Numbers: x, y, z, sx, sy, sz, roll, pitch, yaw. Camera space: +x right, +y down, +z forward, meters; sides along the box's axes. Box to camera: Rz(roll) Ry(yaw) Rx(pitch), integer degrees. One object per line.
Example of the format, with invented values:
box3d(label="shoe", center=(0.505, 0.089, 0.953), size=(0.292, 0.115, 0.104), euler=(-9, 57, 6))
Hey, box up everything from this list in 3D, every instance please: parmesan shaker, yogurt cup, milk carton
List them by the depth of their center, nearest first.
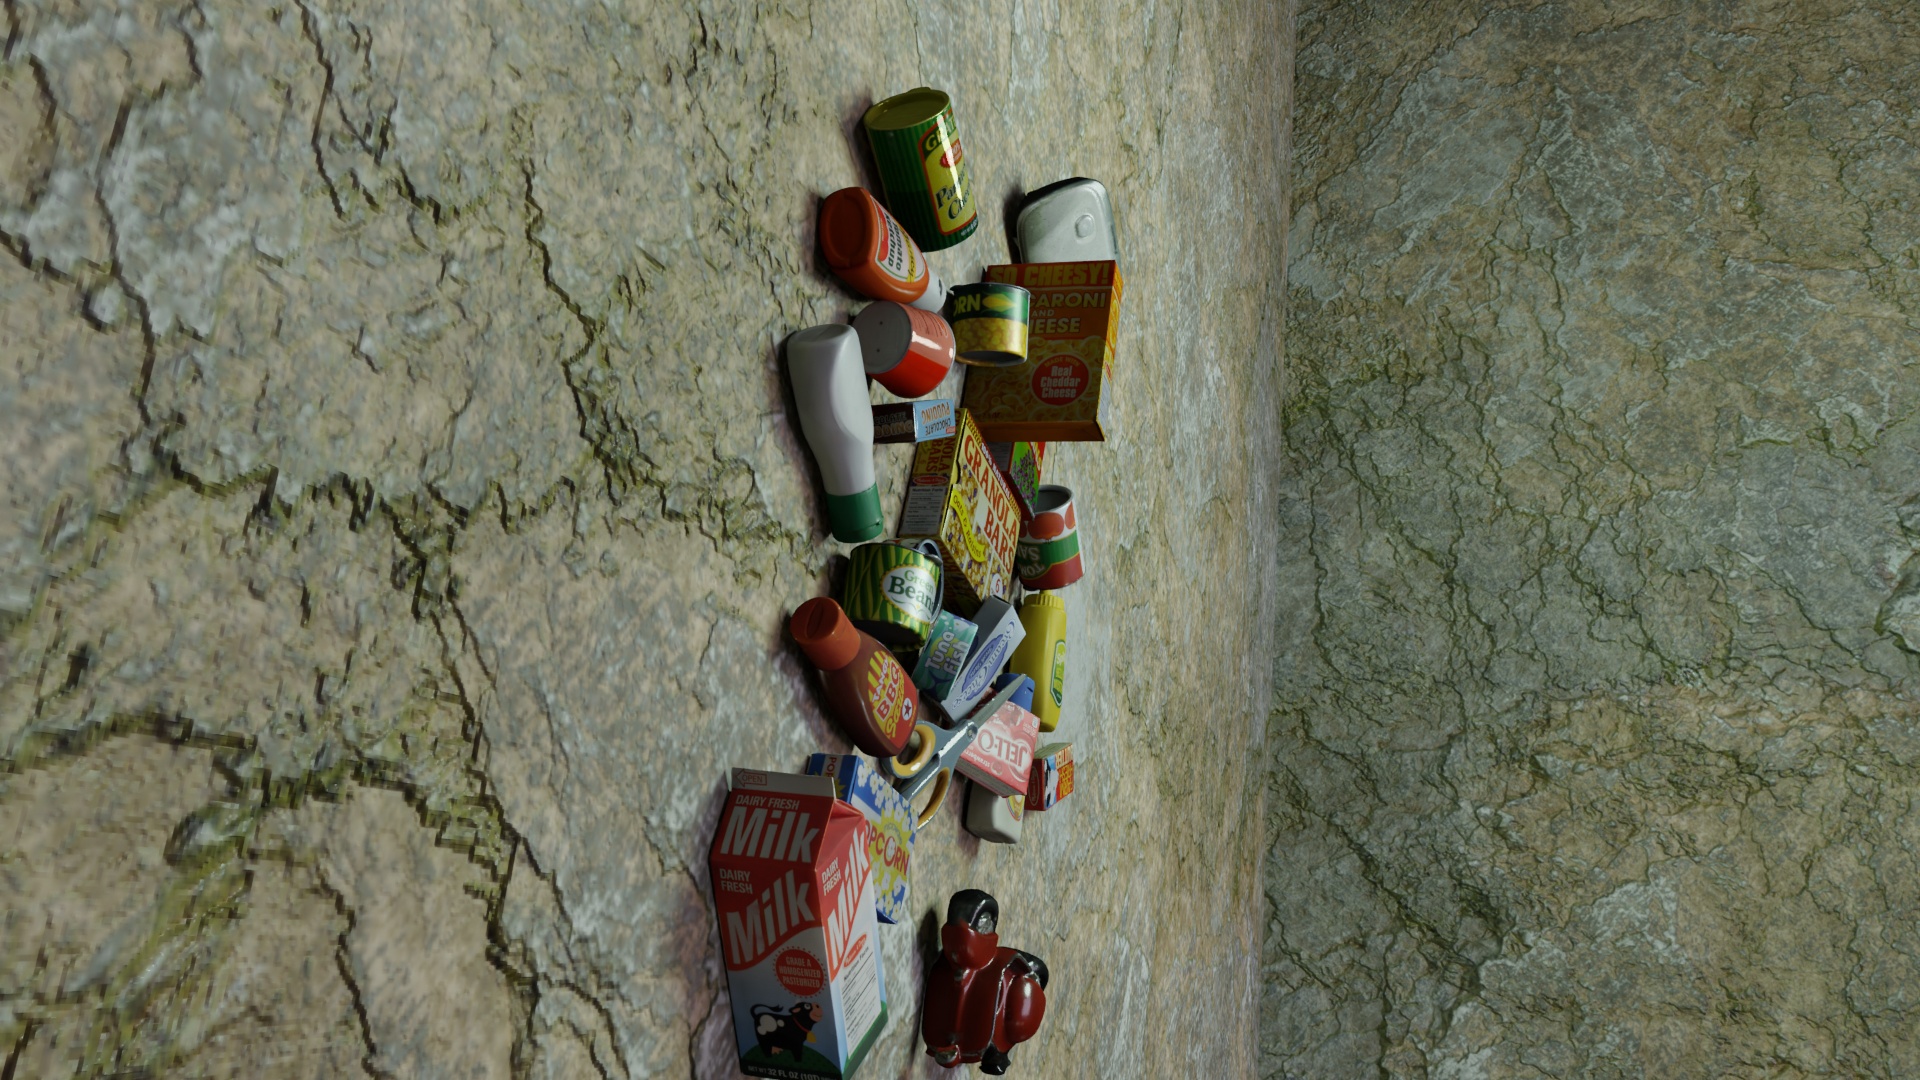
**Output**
box3d(label="milk carton", center=(-0.099, 0.229, 0.852), size=(0.074, 0.072, 0.190), euler=(-39, 127, -64))
box3d(label="yogurt cup", center=(-0.045, -0.141, 1.009), size=(0.054, 0.072, 0.072), euler=(16, 75, -60))
box3d(label="parmesan shaker", center=(-0.027, -0.279, 1.049), size=(0.072, 0.071, 0.102), euler=(-68, 150, -45))

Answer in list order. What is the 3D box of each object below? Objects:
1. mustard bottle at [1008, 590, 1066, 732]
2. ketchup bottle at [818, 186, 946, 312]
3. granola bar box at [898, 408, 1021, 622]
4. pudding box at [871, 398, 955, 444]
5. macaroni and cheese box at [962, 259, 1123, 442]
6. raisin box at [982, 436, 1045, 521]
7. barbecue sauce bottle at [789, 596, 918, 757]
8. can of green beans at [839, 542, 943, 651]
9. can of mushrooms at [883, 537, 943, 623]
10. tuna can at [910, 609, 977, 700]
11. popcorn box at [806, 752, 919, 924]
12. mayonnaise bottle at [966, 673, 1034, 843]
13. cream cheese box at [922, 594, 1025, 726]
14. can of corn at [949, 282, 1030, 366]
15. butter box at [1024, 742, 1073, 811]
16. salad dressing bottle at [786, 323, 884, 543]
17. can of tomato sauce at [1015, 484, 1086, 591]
box3d(label="mustard bottle", center=(0.077, 0.103, 1.347), size=(0.065, 0.049, 0.160), euler=(47, 47, -65))
box3d(label="ketchup bottle", center=(-0.053, -0.202, 1.013), size=(0.149, 0.043, 0.065), euler=(24, 58, -68))
box3d(label="granola bar box", center=(0.004, -0.015, 1.170), size=(0.165, 0.039, 0.125), euler=(59, 37, -54))
box3d(label="pudding box", center=(-0.040, -0.089, 1.038), size=(0.084, 0.049, 0.030), euler=(-20, 107, -68))
box3d(label="macaroni and cheese box", center=(0.074, -0.168, 1.237), size=(0.040, 0.124, 0.167), euler=(58, 37, -60))
box3d(label="raisin box", center=(0.048, -0.091, 1.282), size=(0.085, 0.040, 0.124), euler=(58, 37, -54))
box3d(label="barbecue sauce bottle", center=(-0.073, 0.092, 0.959), size=(0.148, 0.043, 0.065), euler=(62, 36, -51))
box3d(label="can of green beans", center=(-0.051, 0.041, 0.985), size=(0.071, 0.071, 0.058), euler=(54, 41, -57))
box3d(label="can of mushrooms", center=(-0.040, 0.032, 1.061), size=(0.071, 0.033, 0.071), euler=(-1, 91, -70))
box3d(label="tuna can", center=(-0.013, 0.090, 1.092), size=(0.071, 0.033, 0.071), euler=(16, 97, -87))
box3d(label="popcorn box", center=(-0.073, 0.209, 0.968), size=(0.126, 0.038, 0.085), euler=(57, 39, -56))
box3d(label="mayonnaise bottle", center=(0.040, 0.195, 1.259), size=(0.064, 0.041, 0.148), euler=(46, 48, -53))
box3d(label="cream cheese box", center=(0.012, 0.101, 1.158), size=(0.104, 0.024, 0.053), euler=(-54, 148, -17))
box3d(label="can of corn", center=(0.023, -0.184, 1.188), size=(0.071, 0.071, 0.058), euler=(18, 74, -68))
box3d(label="butter box", center=(0.091, 0.240, 1.418), size=(0.103, 0.024, 0.053), euler=(-3, 92, -69))
box3d(label="salad dressing bottle", center=(-0.081, -0.071, 0.941), size=(0.064, 0.044, 0.147), euler=(-57, 143, -58))
box3d(label="can of tomato sauce", center=(0.081, -0.003, 1.339), size=(0.071, 0.071, 0.082), euler=(-56, 141, -56))
